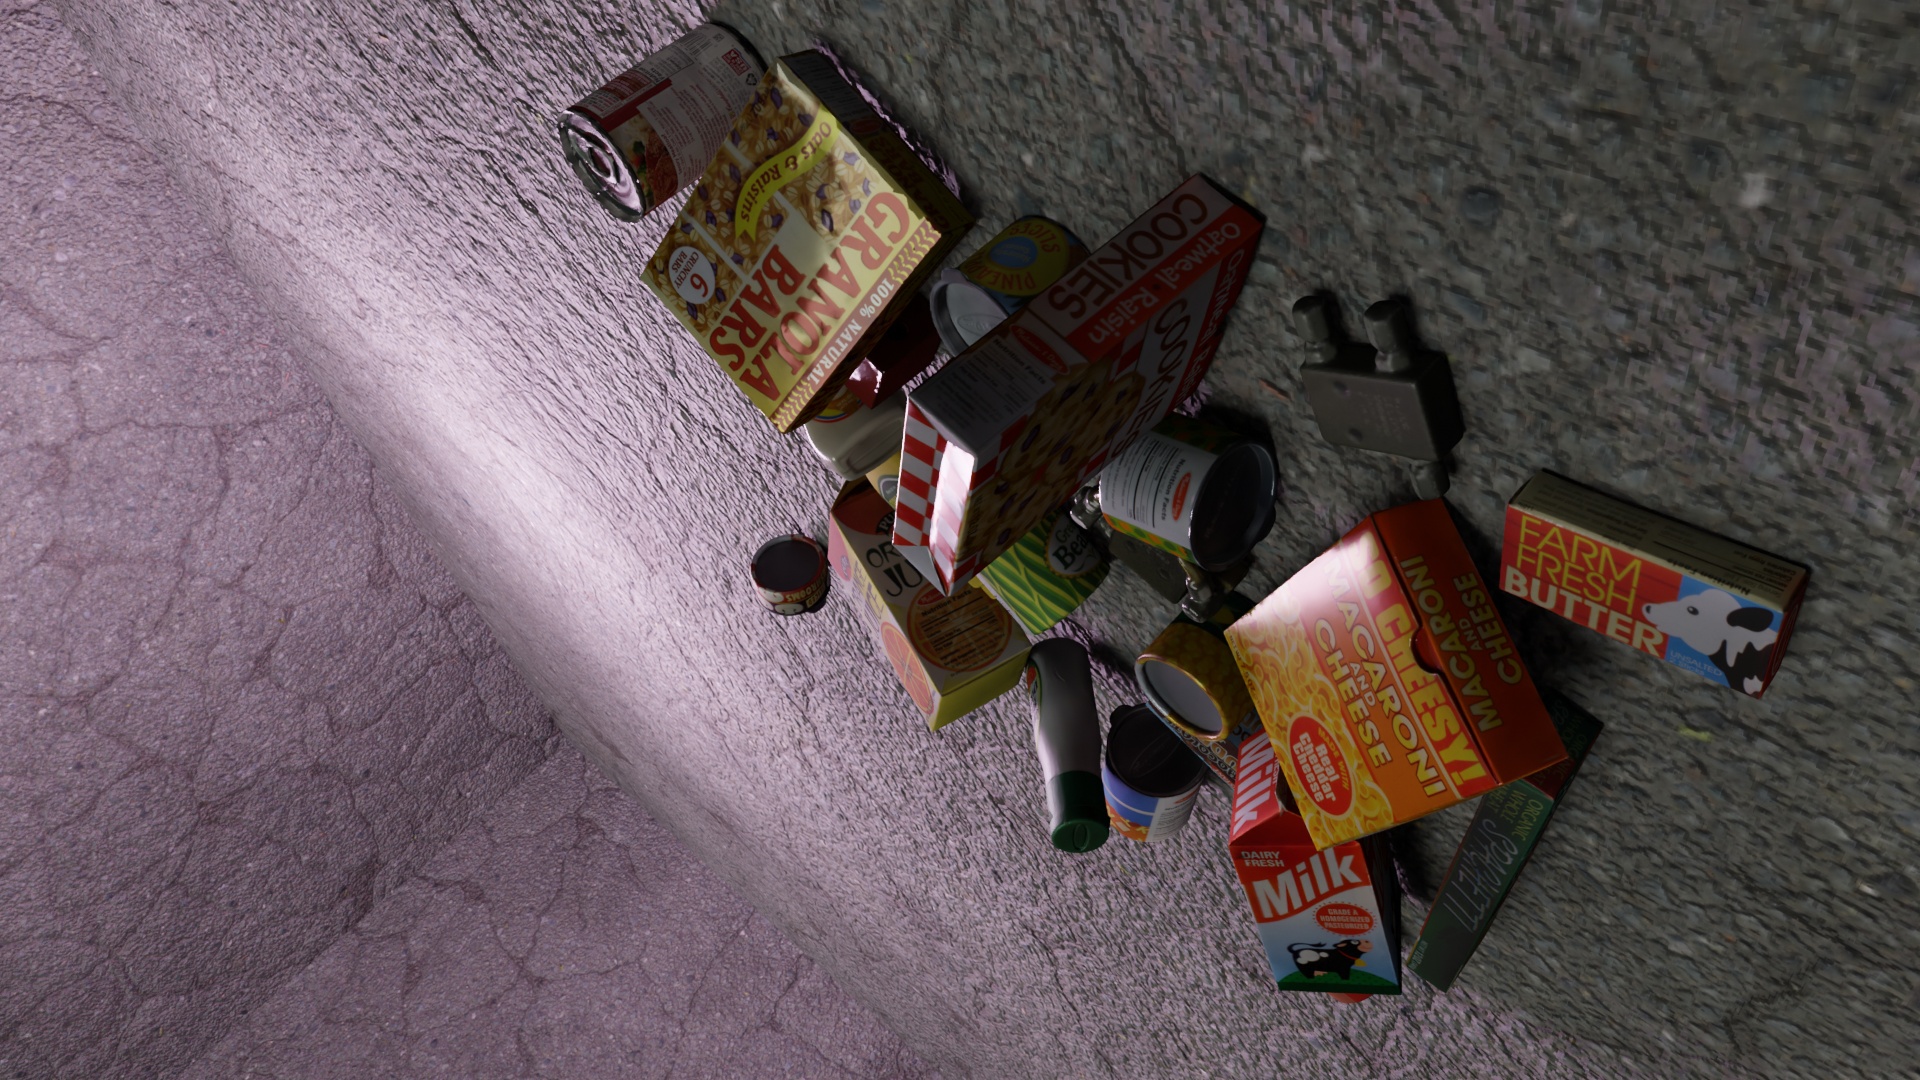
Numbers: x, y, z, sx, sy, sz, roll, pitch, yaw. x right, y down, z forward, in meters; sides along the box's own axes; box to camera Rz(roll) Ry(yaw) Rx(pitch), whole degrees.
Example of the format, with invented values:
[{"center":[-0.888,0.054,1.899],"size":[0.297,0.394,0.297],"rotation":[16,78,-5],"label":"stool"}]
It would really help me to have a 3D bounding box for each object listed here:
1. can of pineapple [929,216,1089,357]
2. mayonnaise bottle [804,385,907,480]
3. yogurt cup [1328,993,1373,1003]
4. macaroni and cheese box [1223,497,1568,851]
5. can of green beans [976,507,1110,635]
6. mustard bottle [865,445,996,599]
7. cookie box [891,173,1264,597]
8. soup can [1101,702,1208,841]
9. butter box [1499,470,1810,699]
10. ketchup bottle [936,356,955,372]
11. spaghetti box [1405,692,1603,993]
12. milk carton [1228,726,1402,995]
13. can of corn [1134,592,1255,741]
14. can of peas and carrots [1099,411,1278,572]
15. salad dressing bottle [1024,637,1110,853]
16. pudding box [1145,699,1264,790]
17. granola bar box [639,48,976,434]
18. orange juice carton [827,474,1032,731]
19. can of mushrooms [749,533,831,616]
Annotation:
[{"center":[0.028,-0.116,0.673],"size":[0.071,0.058,0.070],"rotation":[37,154,21],"label":"can of pineapple"},{"center":[-0.089,-0.106,0.871],"size":[0.148,0.065,0.041],"rotation":[51,178,31],"label":"mayonnaise bottle"},{"center":[0.242,0.258,0.891],"size":[0.054,0.072,0.072],"rotation":[44,158,-11],"label":"yogurt cup"},{"center":[0.192,0.069,0.646],"size":[0.165,0.040,0.124],"rotation":[118,134,-65],"label":"macaroni and cheese box"},{"center":[0.048,0.015,0.836],"size":[0.058,0.071,0.071],"rotation":[49,157,-5],"label":"can of green beans"},{"center":[0.003,-0.011,0.892],"size":[0.160,0.049,0.065],"rotation":[48,155,-2],"label":"mustard bottle"},{"center":[0.048,-0.063,0.586],"size":[0.040,0.168,0.122],"rotation":[43,157,16],"label":"cookie box"},{"center":[0.125,0.153,0.921],"size":[0.071,0.071,0.083],"rotation":[38,155,22],"label":"soup can"},{"center":[0.259,0.015,0.527],"size":[0.103,0.024,0.053],"rotation":[28,150,37],"label":"butter box"},{"center":[0.007,-0.060,0.708],"size":[0.065,0.043,0.149],"rotation":[32,-162,-1],"label":"ketchup bottle"},{"center":[0.270,0.163,0.707],"size":[0.029,0.050,0.248],"rotation":[32,153,26],"label":"spaghetti box"},{"center":[0.201,0.176,0.788],"size":[0.073,0.073,0.189],"rotation":[-6,129,23],"label":"milk carton"},{"center":[0.141,0.069,0.771],"size":[0.071,0.058,0.070],"rotation":[38,155,21],"label":"can of corn"},{"center":[0.111,-0.025,0.668],"size":[0.059,0.071,0.070],"rotation":[26,148,41],"label":"can of peas and carrots"},{"center":[0.069,0.130,0.899],"size":[0.148,0.044,0.064],"rotation":[-95,2,-47],"label":"salad dressing bottle"},{"center":[0.158,0.113,0.847],"size":[0.084,0.030,0.049],"rotation":[45,157,7],"label":"pudding box"},{"center":[-0.085,-0.155,0.741],"size":[0.124,0.039,0.164],"rotation":[48,129,3],"label":"granola bar box"},{"center":[-0.034,0.024,0.949],"size":[0.193,0.073,0.071],"rotation":[57,161,20],"label":"orange juice carton"},{"center":[-0.144,0.030,1.187],"size":[0.071,0.071,0.033],"rotation":[34,152,28],"label":"can of mushrooms"}]
